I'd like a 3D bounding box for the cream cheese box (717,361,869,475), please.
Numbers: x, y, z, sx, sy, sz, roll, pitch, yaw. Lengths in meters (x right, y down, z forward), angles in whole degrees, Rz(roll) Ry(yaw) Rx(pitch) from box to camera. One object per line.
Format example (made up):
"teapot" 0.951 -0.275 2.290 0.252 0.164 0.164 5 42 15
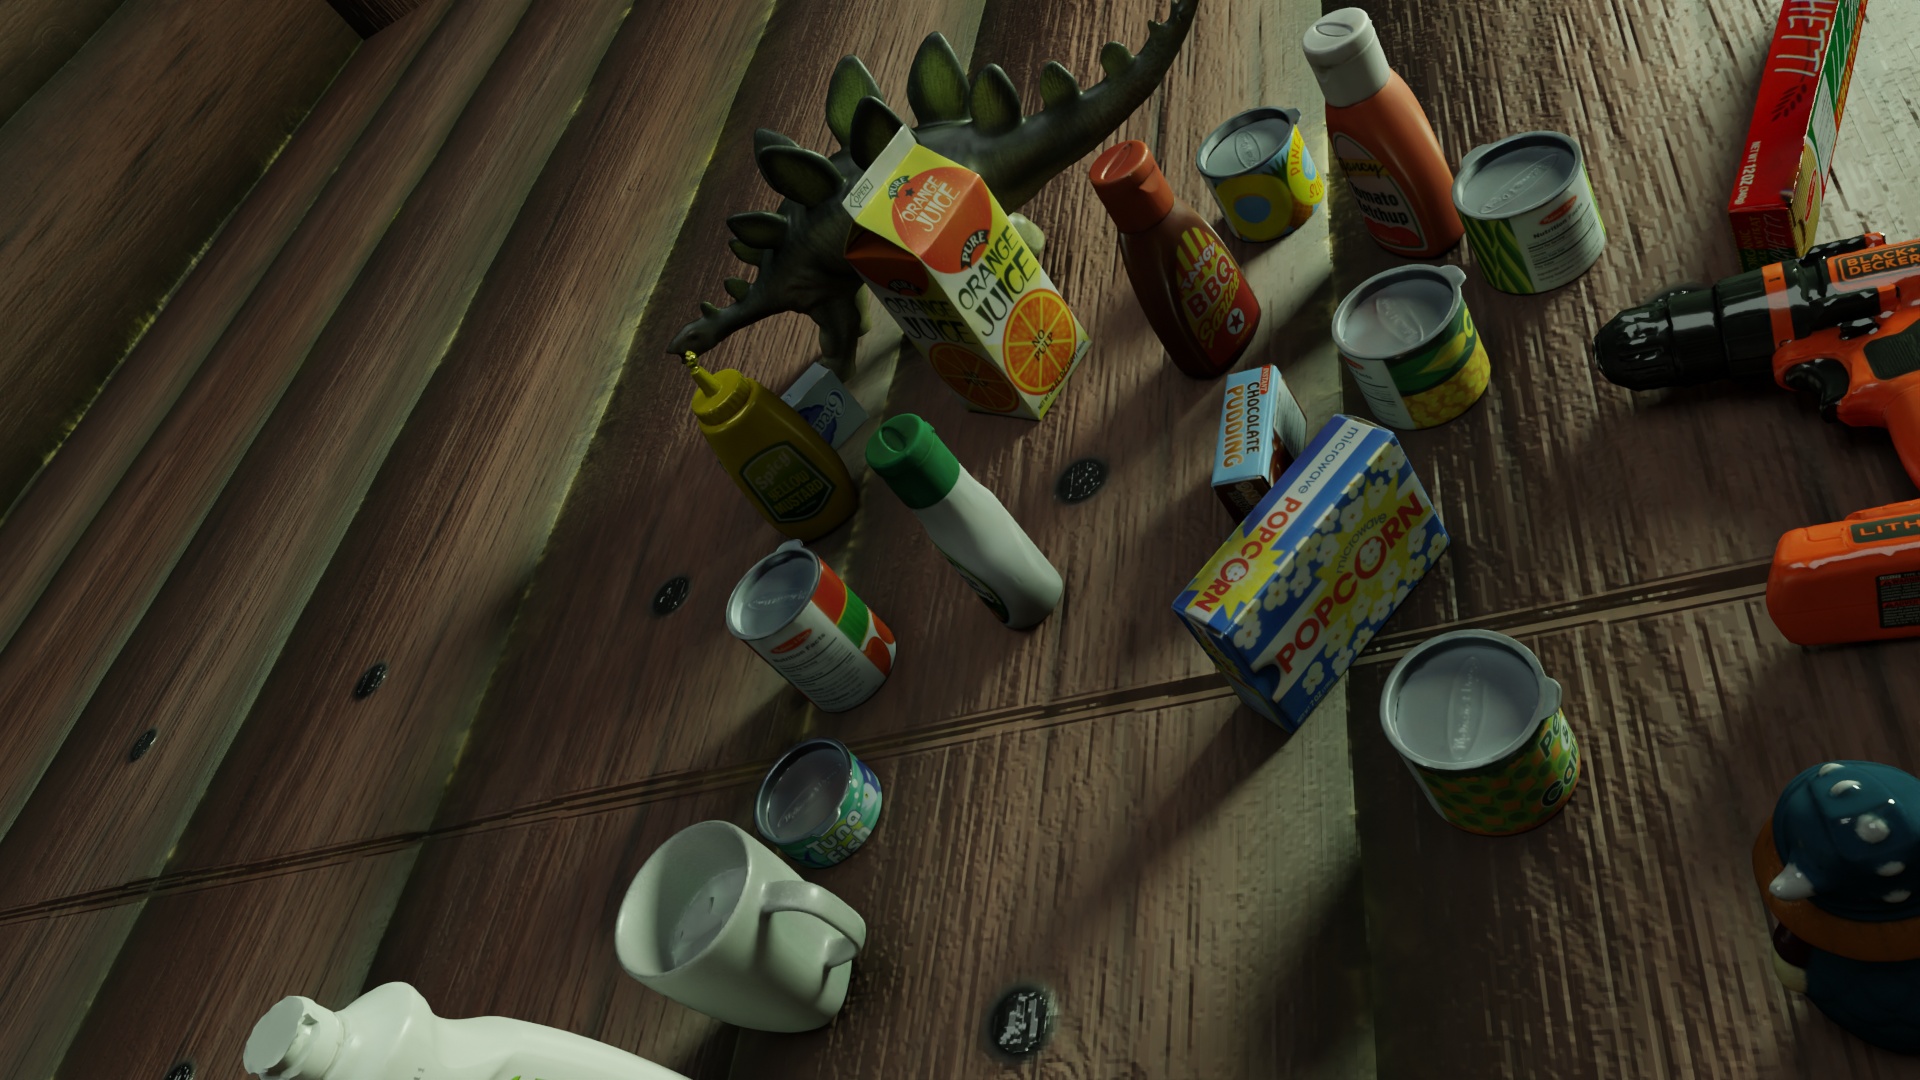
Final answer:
"cream cheese box" -0.119 -0.073 0.995 0.104 0.053 0.024 -47 39 -8

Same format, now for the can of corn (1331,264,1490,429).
"can of corn" 0.239 -0.102 0.727 0.071 0.058 0.071 -22 42 22

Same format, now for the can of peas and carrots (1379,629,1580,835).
"can of peas and carrots" 0.216 0.079 0.571 0.071 0.058 0.071 -22 42 22

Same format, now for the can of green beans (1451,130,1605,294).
"can of green beans" 0.305 -0.175 0.744 0.071 0.057 0.071 -22 42 22

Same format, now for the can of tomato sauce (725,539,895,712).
"can of tomato sauce" -0.087 0.052 0.825 0.071 0.083 0.071 -22 42 22

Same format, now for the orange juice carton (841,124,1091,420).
"orange juice carton" -0.003 -0.166 0.878 0.073 0.192 0.072 13 62 46

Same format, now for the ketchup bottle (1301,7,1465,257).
"ketchup bottle" 0.235 -0.227 0.777 0.043 0.148 0.065 -45 39 -5

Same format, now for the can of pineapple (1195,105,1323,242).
"can of pineapple" 0.194 -0.235 0.892 0.071 0.057 0.071 -22 42 22

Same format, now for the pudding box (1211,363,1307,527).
"pudding box" 0.161 -0.048 0.745 0.030 0.049 0.084 -11 47 32

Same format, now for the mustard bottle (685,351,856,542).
"mustard bottle" -0.132 -0.065 0.913 0.065 0.159 0.049 -34 39 9

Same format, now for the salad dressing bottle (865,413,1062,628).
"salad dressing bottle" 0.003 -0.010 0.760 0.044 0.147 0.064 -42 38 -1

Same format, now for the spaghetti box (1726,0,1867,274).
"spaghetti box" 0.432 -0.237 0.706 0.028 0.050 0.251 3 55 41

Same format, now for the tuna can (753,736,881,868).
"tuna can" -0.077 0.146 0.767 0.071 0.032 0.071 -22 42 22

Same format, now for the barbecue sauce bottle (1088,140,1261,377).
"barbecue sauce bottle" 0.123 -0.165 0.810 0.044 0.148 0.065 18 66 47

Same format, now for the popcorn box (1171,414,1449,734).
"popcorn box" 0.167 0.015 0.652 0.127 0.085 0.038 -48 39 -9
